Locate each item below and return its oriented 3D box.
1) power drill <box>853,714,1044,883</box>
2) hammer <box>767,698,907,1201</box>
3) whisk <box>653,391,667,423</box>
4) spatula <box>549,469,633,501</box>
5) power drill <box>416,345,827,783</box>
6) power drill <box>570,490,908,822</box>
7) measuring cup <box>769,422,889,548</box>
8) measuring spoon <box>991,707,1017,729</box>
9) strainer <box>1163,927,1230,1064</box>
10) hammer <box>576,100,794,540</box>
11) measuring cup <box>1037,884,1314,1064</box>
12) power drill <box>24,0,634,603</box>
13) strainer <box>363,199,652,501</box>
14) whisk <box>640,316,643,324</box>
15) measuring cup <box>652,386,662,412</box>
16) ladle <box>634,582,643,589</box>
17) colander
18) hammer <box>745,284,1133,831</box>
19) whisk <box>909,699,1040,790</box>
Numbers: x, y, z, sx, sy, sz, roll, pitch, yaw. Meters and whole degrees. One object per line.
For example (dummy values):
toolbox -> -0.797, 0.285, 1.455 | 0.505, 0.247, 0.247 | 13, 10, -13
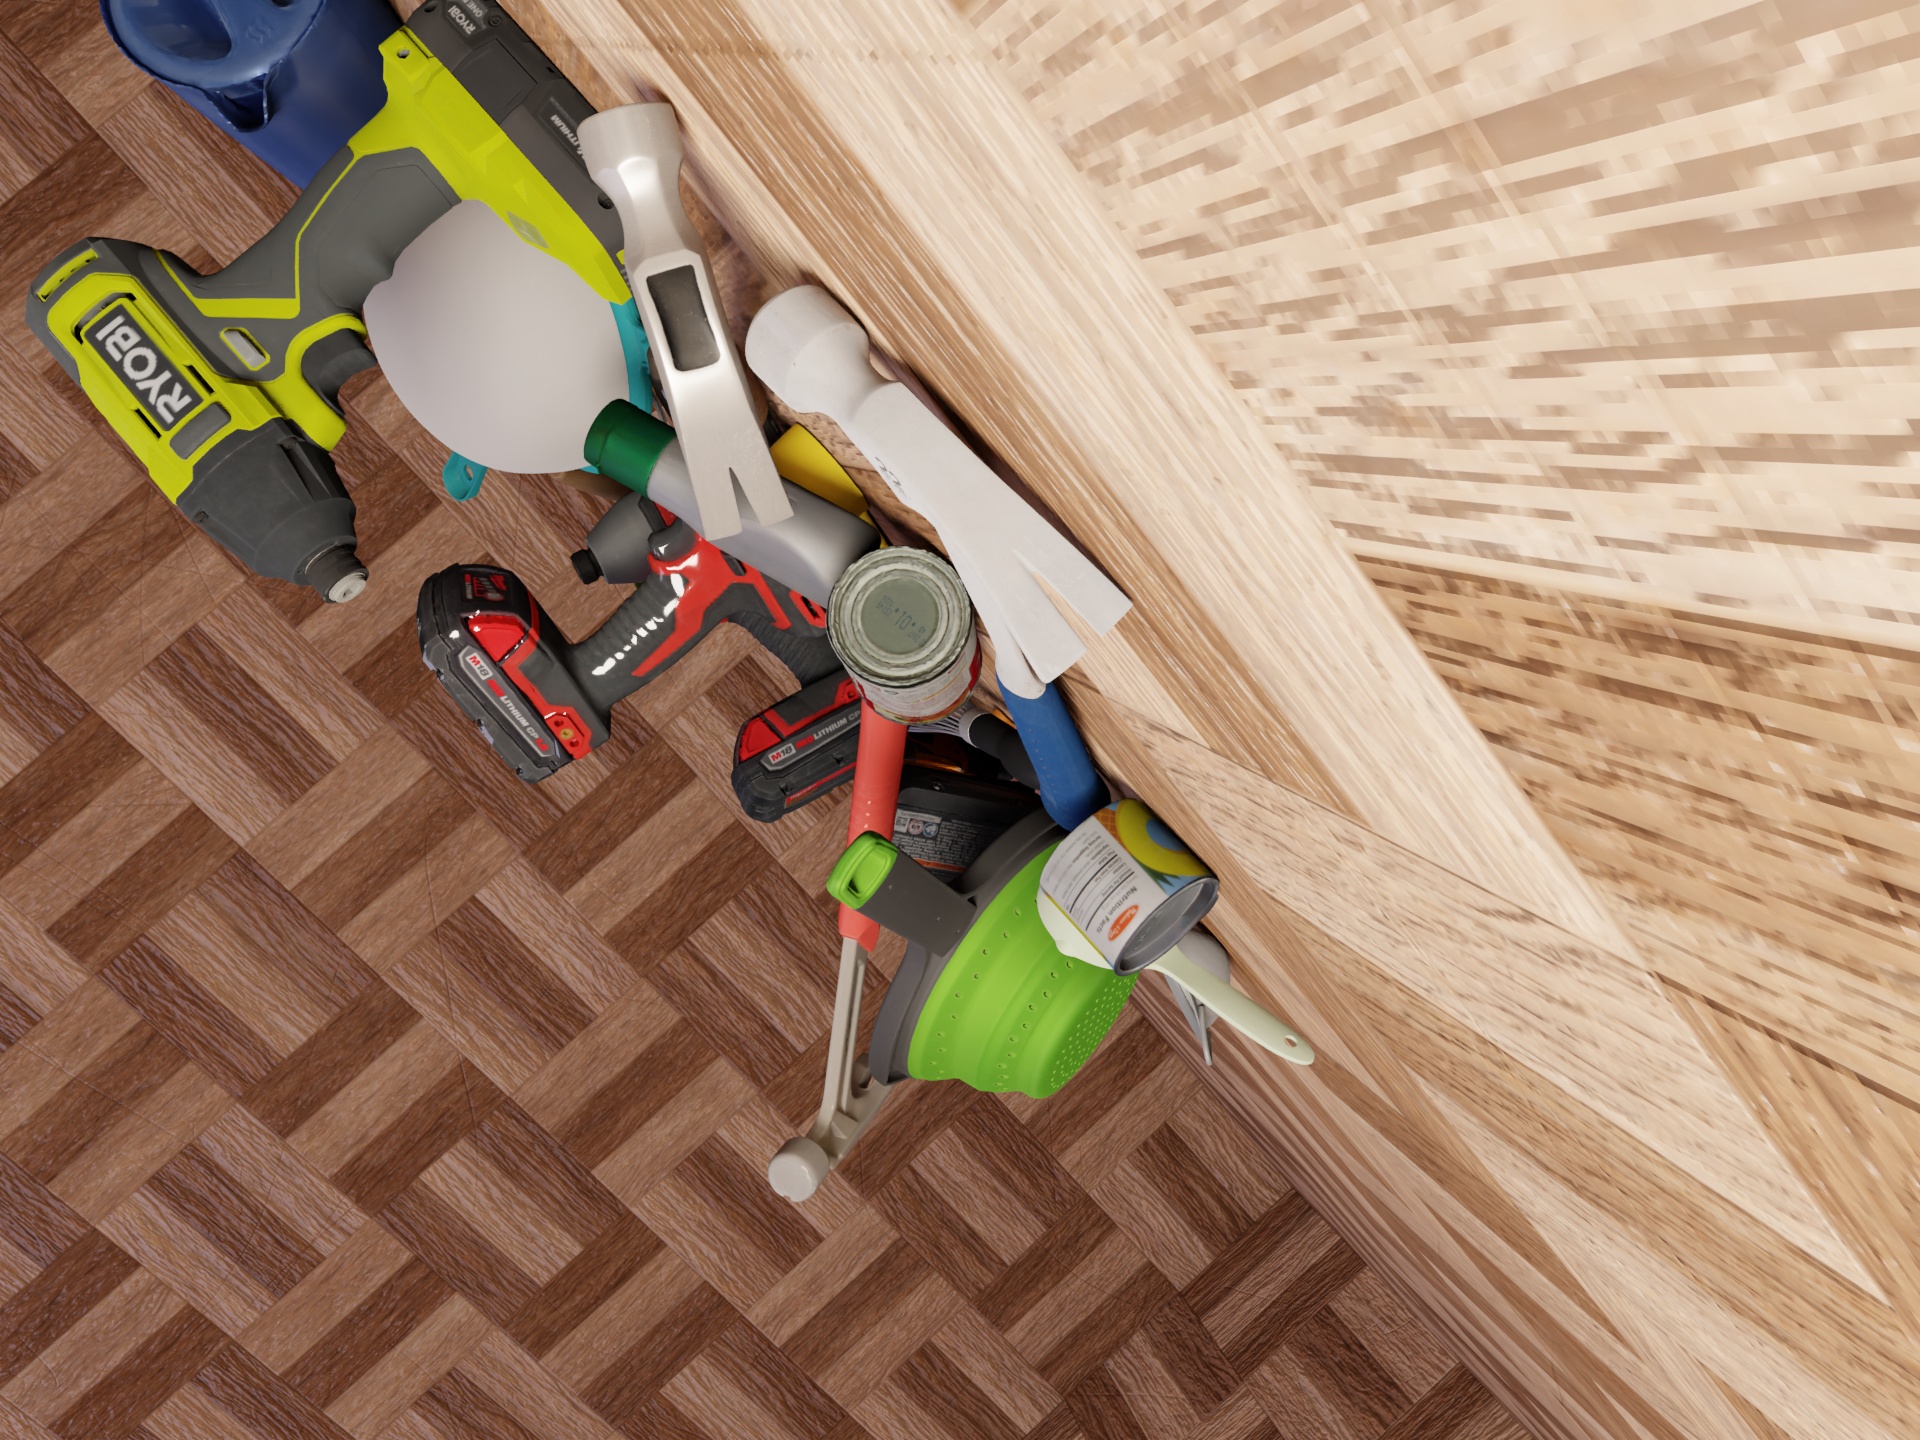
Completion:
power drill -> -0.014, 0.048, 1.116 | 0.164, 0.084, 0.227 | 12, -165, -19
hammer -> -0.052, 0.090, 0.910 | 0.037, 0.359, 0.149 | 14, -158, 15
whisk -> -0.242, -0.256, 0.962 | 0.239, 0.055, 0.055 | 65, 173, -12
spatula -> -0.218, -0.173, 1.177 | 0.082, 0.044, 0.317 | 50, -169, 7
power drill -> -0.179, -0.089, 0.859 | 0.187, 0.226, 0.080 | 61, 180, -36
power drill -> -0.134, -0.056, 0.974 | 0.220, 0.143, 0.078 | 60, 166, 9
measuring cup -> -0.057, -0.094, 0.847 | 0.062, 0.029, 0.156 | 45, 173, 40
measuring spoon -> 0.047, 0.023, 0.990 | 0.021, 0.011, 0.117 | 51, 175, -38
strainer -> 0.110, 0.115, 1.009 | 0.259, 0.050, 0.086 | 53, 168, 47
hammer -> -0.097, -0.139, 0.640 | 0.331, 0.031, 0.130 | -125, 20, -82
measuring cup -> 0.115, 0.113, 0.811 | 0.168, 0.083, 0.038 | 35, 133, 23
power drill -> -0.235, -0.169, 0.641 | 0.171, 0.223, 0.080 | 48, 177, 6
strainer -> -0.301, -0.201, 0.948 | 0.211, 0.095, 0.340 | 55, 147, 1
whisk -> -0.168, -0.192, 1.041 | 0.246, 0.059, 0.058 | 71, -175, -70
measuring cup -> -0.213, -0.213, 1.095 | 0.173, 0.052, 0.095 | 58, 176, -6
ladle -> -0.241, -0.224, 1.017 | 0.078, 0.062, 0.320 | -6, 116, 44
colander -> 0.024, 0.135, 0.881 | 0.094, 0.204, 0.396 | 33, 174, 21
hammer -> 0.026, -0.018, 0.645 | 0.144, 0.035, 0.405 | 47, 176, 21
whisk -> -0.001, -0.004, 0.987 | 0.070, 0.070, 0.285 | 50, 170, -27
